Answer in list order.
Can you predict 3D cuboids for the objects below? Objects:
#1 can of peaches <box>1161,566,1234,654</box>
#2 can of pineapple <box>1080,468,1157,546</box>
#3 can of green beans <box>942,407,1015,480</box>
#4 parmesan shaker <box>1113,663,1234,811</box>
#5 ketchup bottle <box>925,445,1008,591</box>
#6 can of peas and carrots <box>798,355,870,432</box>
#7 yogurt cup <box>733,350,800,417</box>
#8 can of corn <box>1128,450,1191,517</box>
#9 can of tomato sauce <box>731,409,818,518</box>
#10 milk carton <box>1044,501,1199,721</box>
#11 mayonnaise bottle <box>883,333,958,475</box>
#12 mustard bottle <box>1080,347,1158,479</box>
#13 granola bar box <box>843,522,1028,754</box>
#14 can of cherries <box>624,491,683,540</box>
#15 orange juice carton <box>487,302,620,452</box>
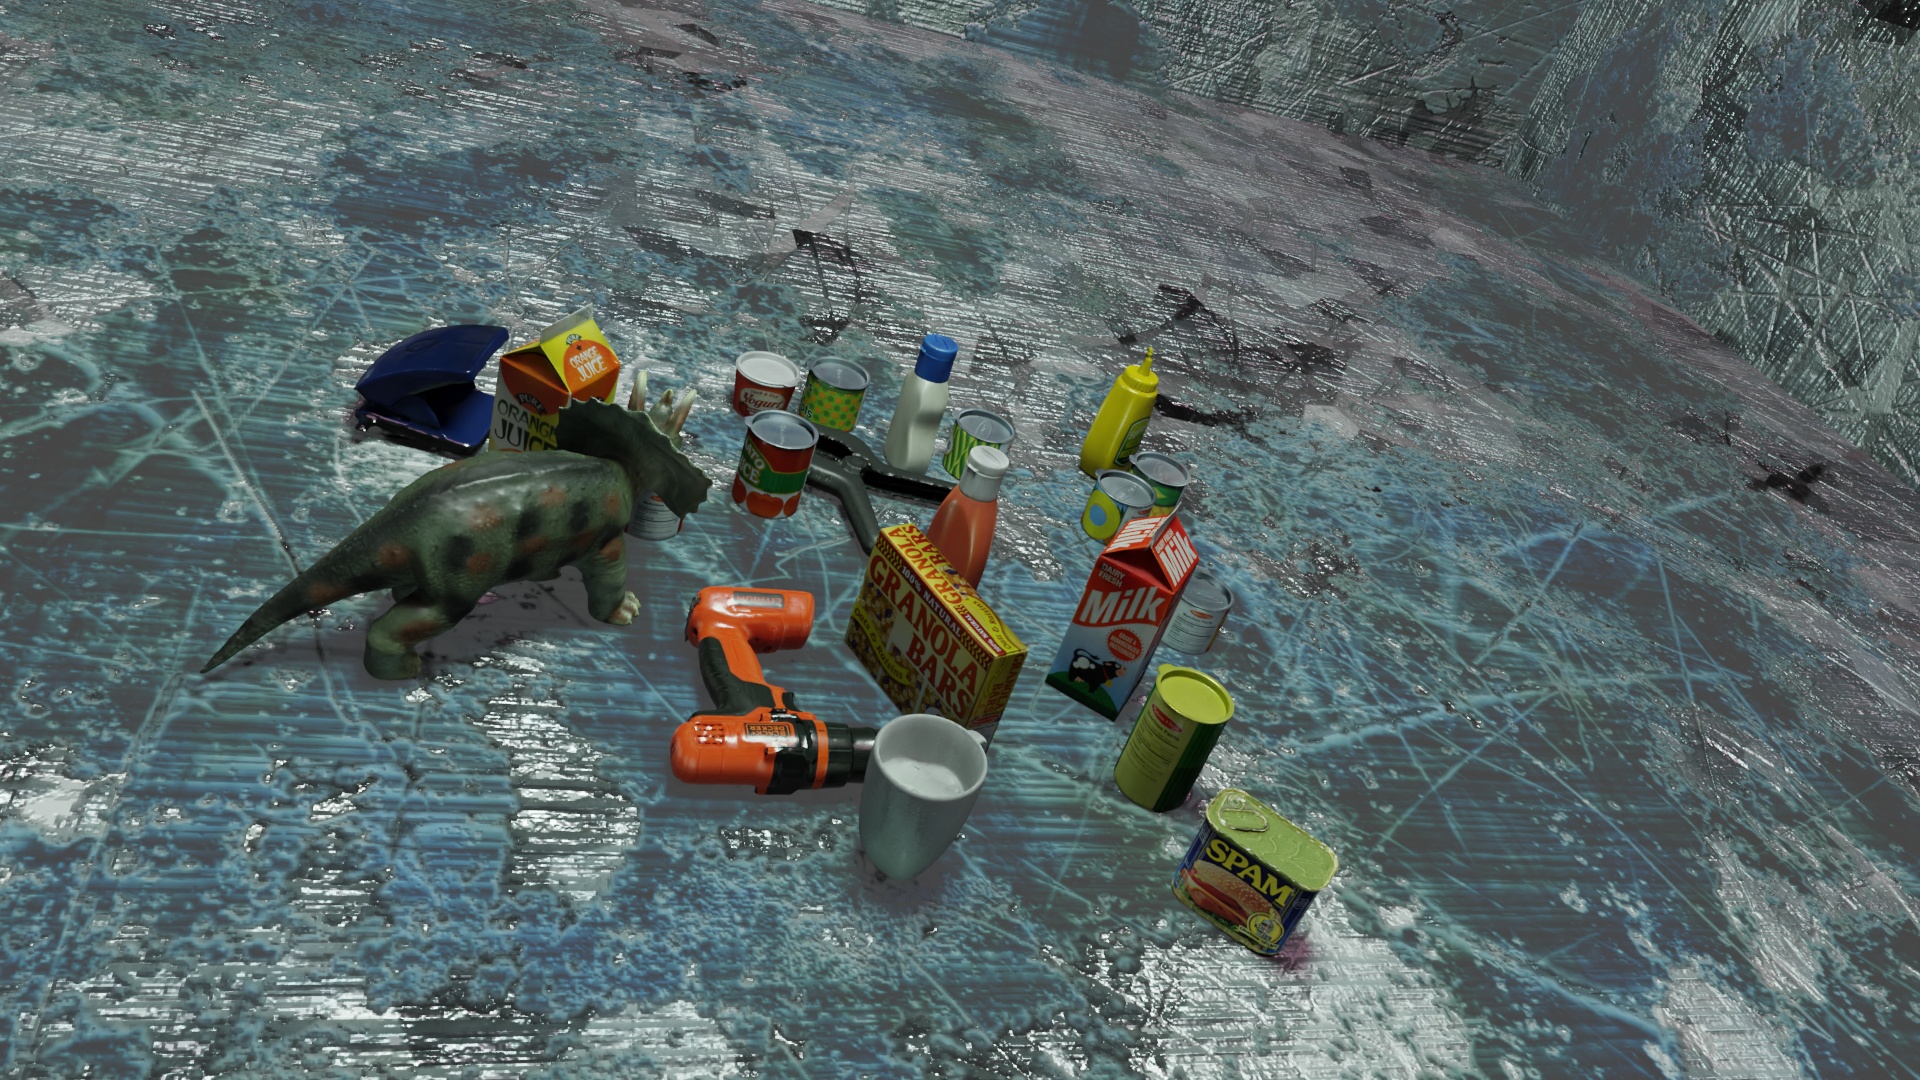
[{"bbox_3d":[0.224,0.067,1.347,0.071,0.057,0.071,14,33,-9],"label":"can of peaches"},{"bbox_3d":[0.165,-0.034,1.464,0.071,0.057,0.071,14,33,-9],"label":"can of pineapple"},{"bbox_3d":[0.019,-0.100,1.482,0.071,0.057,0.071,14,33,-9],"label":"can of green beans"},{"bbox_3d":[0.172,0.162,1.139,0.071,0.102,0.072,14,33,-9],"label":"parmesan shaker"},{"bbox_3d":[0.005,-0.016,1.268,0.044,0.148,0.065,-15,47,-42],"label":"ketchup bottle"},{"bbox_3d":[-0.137,-0.156,1.481,0.071,0.058,0.071,14,33,-9],"label":"can of peas and carrots"},{"bbox_3d":[-0.206,-0.159,1.453,0.072,0.053,0.073,14,33,-9],"label":"yogurt cup"},{"bbox_3d":[0.208,-0.057,1.520,0.071,0.058,0.071,14,33,-9],"label":"can of corn"},{"bbox_3d":[-0.178,-0.072,1.314,0.071,0.082,0.071,14,33,-9],"label":"can of tomato sauce"},{"bbox_3d":[0.145,0.055,1.201,0.073,0.189,0.073,29,33,13],"label":"milk carton"},{"bbox_3d":[-0.039,-0.140,1.427,0.041,0.147,0.065,1,37,-28],"label":"mayonnaise bottle"},{"bbox_3d":[0.183,-0.142,1.537,0.049,0.159,0.065,37,36,25],"label":"mustard bottle"},{"bbox_3d":[-0.025,0.084,1.128,0.039,0.123,0.166,-10,43,-38],"label":"granola bar box"},{"bbox_3d":[-0.276,-0.043,1.243,0.071,0.058,0.072,14,33,-9],"label":"can of cherries"},{"bbox_3d":[-0.345,-0.107,1.175,0.073,0.191,0.072,27,33,10],"label":"orange juice carton"}]
